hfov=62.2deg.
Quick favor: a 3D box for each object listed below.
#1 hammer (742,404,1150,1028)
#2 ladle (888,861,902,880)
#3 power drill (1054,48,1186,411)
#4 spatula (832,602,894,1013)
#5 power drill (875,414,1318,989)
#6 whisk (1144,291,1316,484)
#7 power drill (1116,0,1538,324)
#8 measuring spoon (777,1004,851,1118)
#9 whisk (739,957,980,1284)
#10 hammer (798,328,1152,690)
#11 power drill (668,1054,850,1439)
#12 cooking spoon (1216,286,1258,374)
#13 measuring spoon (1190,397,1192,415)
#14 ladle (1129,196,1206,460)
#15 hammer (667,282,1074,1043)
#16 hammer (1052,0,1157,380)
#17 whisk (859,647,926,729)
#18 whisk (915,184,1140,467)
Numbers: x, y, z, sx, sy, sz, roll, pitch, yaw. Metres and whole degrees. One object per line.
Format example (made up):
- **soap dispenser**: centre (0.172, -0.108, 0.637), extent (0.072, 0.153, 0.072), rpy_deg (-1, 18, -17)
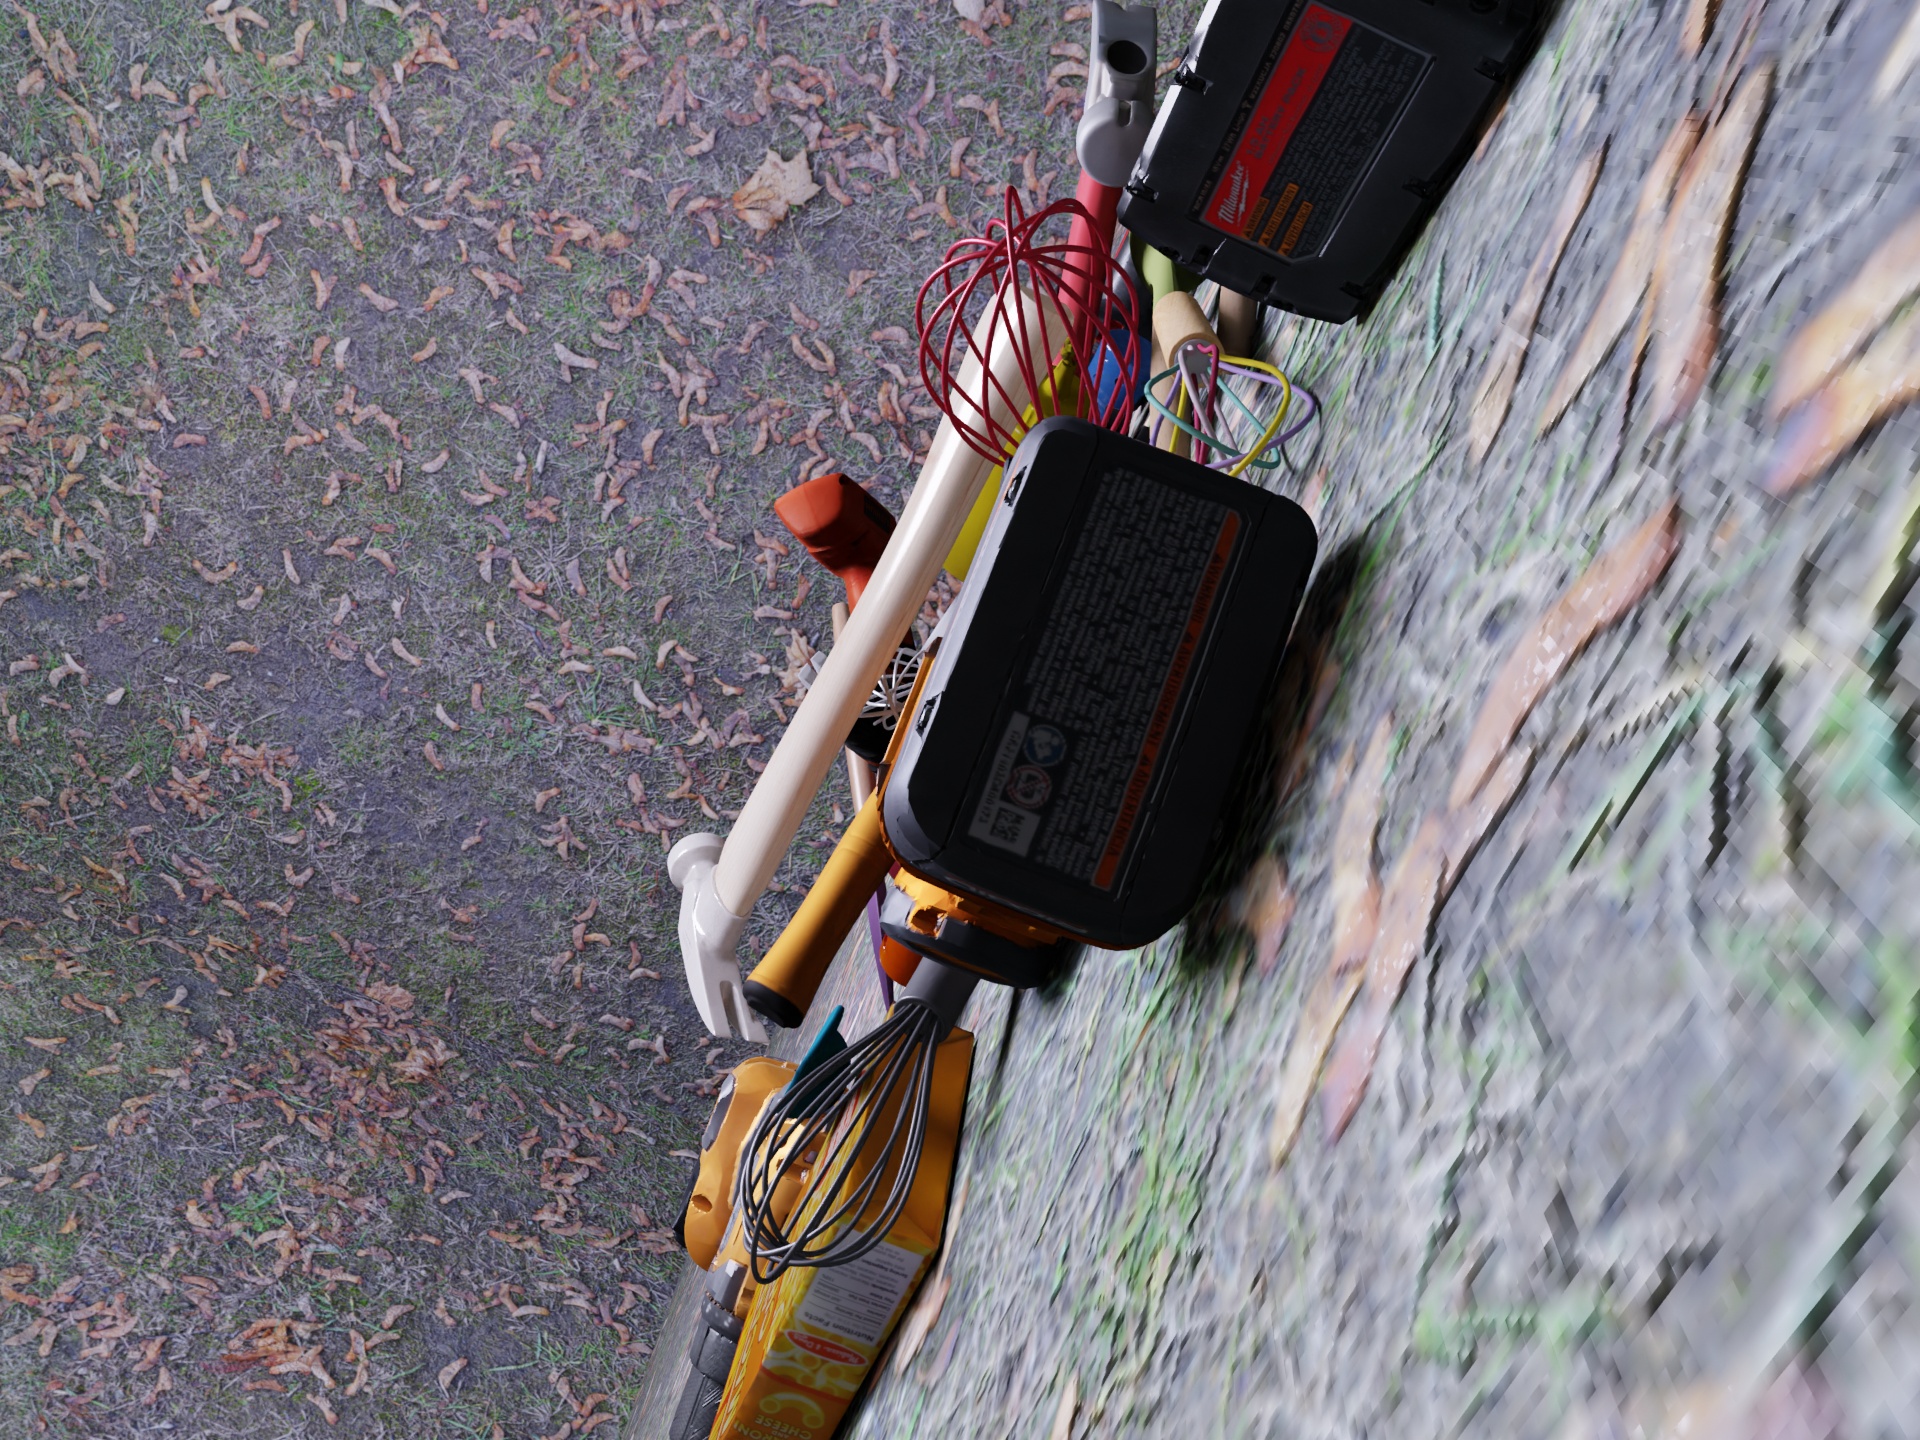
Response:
- **hammer**: centre (-0.001, -0.002, 0.764), extent (0.337, 0.034, 0.127), rpy_deg (-57, -3, -23)
- **ladle**: centre (-0.032, 0.078, 1.080), extent (0.315, 0.031, 0.069), rpy_deg (79, -157, -83)
- **power drill**: centre (0.125, -0.315, 0.980), extent (0.143, 0.078, 0.219), rpy_deg (-74, 10, -59)
- **spatula**: centre (-0.062, 0.049, 1.033), extent (0.059, 0.018, 0.316), rpy_deg (88, 174, -56)
- **power drill**: centre (0.032, -0.006, 0.474), extent (0.226, 0.084, 0.164), rpy_deg (110, -179, -79)
- **whisk**: centre (0.084, -0.124, 0.575), extent (0.245, 0.051, 0.047), rpy_deg (-83, 9, -66)
- **power drill**: centre (0.122, -0.228, 0.520), extent (0.187, 0.080, 0.227), rpy_deg (117, 177, -52)
- **measuring spoon**: centre (-0.049, 0.133, 0.616), extent (0.042, 0.021, 0.128), rpy_deg (-59, -2, -24)
- **whisk**: centre (-0.014, 0.105, 0.573), extent (0.239, 0.055, 0.055), rpy_deg (-55, -8, -50)
- **hammer**: centre (0.015, -0.102, 1.071), extent (0.405, 0.144, 0.035), rpy_deg (-55, 1, 45)
- **power drill**: centre (-0.103, 0.272, 0.826), extent (0.226, 0.084, 0.185), rpy_deg (156, 134, -78)
- **cooking spoon**: centre (0.139, -0.258, 0.752), extent (0.068, 0.017, 0.319), rpy_deg (77, -160, -44)
- **measuring spoon**: centre (0.091, -0.118, 0.725), extent (0.124, 0.018, 0.034), rpy_deg (-72, 9, -49)
- **ladle**: centre (0.108, -0.172, 0.731), extent (0.320, 0.062, 0.078), rpy_deg (-82, 11, -47)
- **hammer**: centre (-0.050, -0.023, 0.797), extent (0.410, 0.038, 0.146), rpy_deg (-60, 33, 26)
- **hammer**: centre (0.057, -0.193, 0.888), extent (0.386, 0.038, 0.143), rpy_deg (99, 178, -49)
- **whisk**: centre (-0.007, -0.025, 0.934), extent (0.058, 0.059, 0.246), rpy_deg (-22, 3, 16)
- **whisk**: centre (0.038, -0.092, 0.580), extent (0.295, 0.073, 0.073), rpy_deg (60, -130, -70)
